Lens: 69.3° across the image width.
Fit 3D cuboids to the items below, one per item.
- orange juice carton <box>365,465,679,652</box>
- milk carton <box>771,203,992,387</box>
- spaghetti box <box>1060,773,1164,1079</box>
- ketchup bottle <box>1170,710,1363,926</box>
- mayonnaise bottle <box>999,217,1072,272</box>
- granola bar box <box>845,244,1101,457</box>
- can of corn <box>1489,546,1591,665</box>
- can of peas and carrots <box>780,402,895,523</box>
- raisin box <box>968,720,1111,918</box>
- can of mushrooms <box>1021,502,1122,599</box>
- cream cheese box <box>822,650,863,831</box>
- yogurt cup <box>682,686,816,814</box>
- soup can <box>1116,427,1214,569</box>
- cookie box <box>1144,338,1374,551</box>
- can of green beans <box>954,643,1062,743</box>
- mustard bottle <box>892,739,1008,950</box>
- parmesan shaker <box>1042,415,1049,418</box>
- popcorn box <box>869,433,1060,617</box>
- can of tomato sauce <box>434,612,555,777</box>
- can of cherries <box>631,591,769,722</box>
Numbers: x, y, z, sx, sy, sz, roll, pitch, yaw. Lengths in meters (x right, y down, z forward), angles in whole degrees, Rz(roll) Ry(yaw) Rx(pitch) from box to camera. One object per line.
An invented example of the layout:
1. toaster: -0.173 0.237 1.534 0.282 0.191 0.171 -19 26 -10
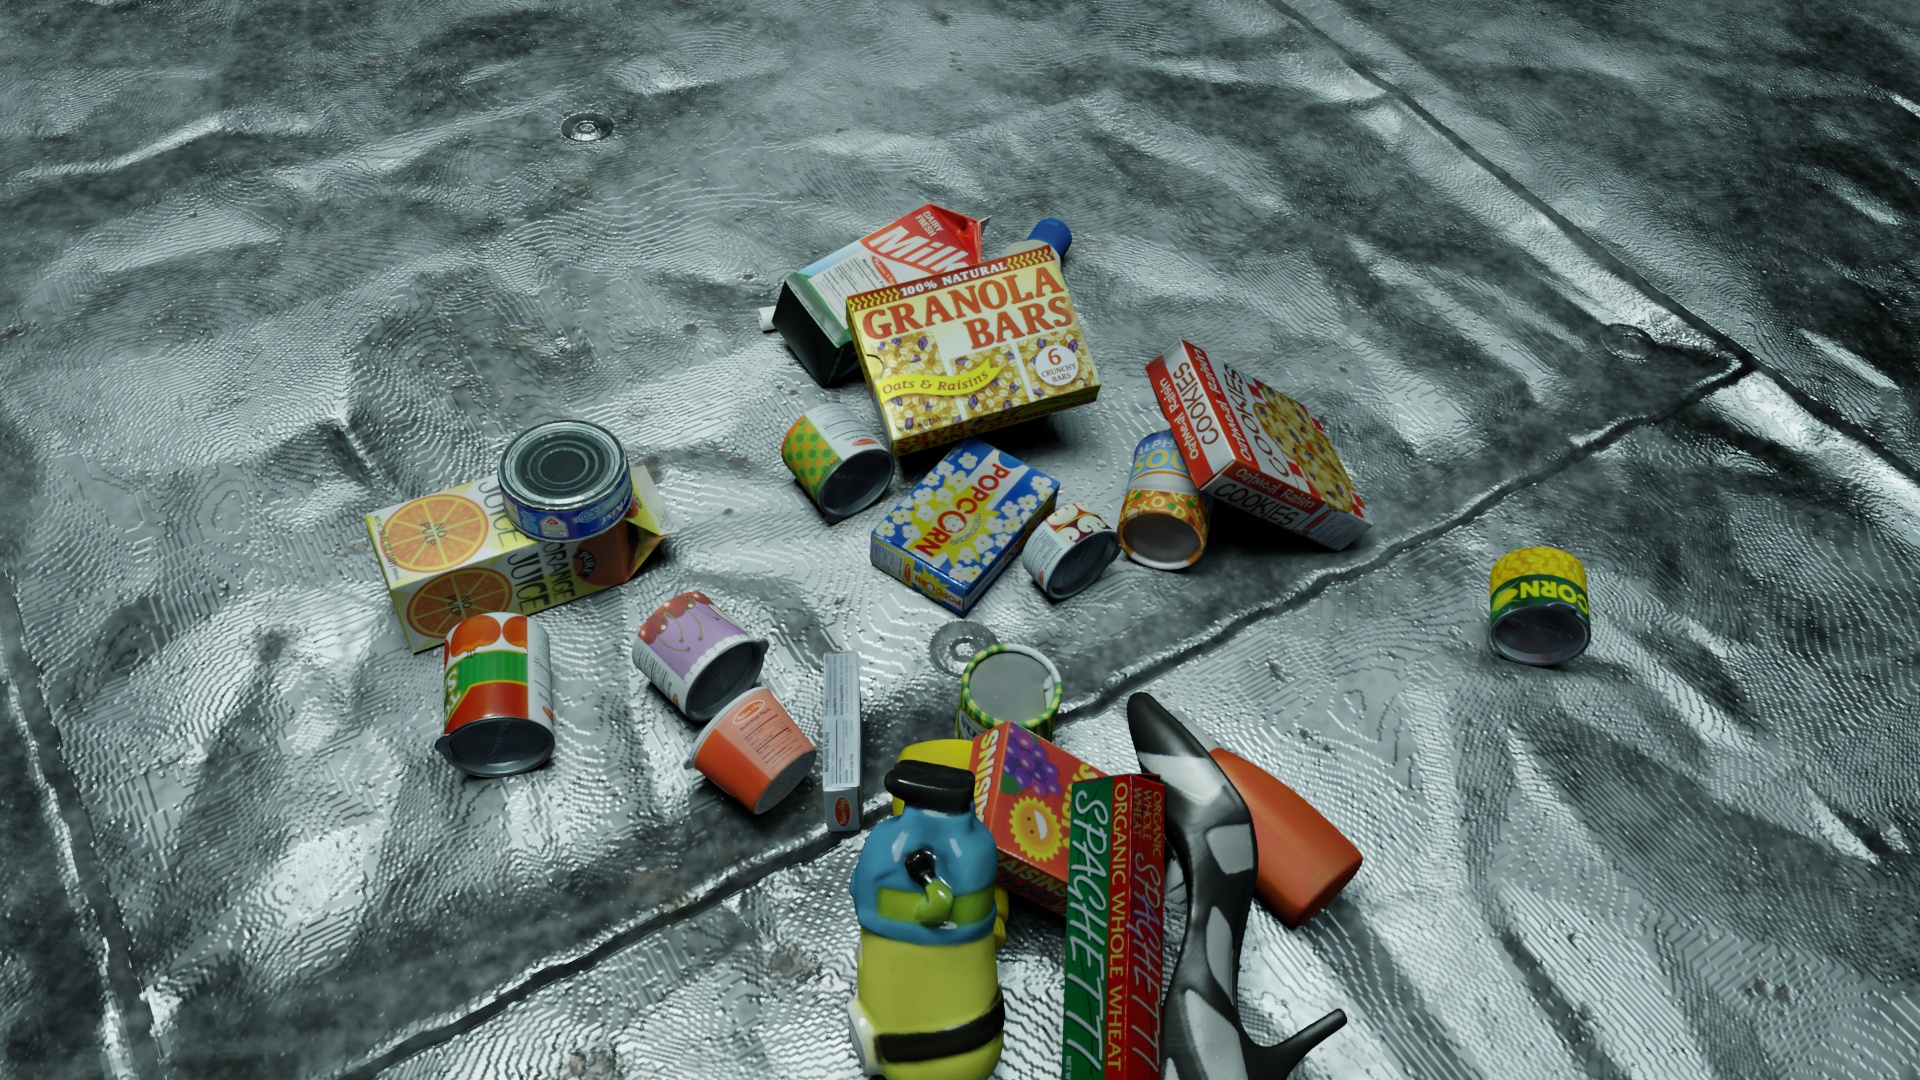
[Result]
1. orange juice carton: -0.298 -0.001 0.960 0.193 0.072 0.072 -20 54 -21
2. milk carton: -0.054 -0.211 1.143 0.191 0.072 0.073 -34 82 -25
3. spaghetti box: 0.082 0.250 0.752 0.028 0.050 0.251 22 62 -36
4. ketchup bottle: 0.179 0.170 0.881 0.065 0.043 0.149 -32 59 -25
5. mayonnaise bottle: 0.055 -0.225 1.203 0.065 0.041 0.149 21 50 12
6. granola bar box: 0.009 -0.145 1.052 0.166 0.039 0.124 -16 74 -8
7. can of corn: 0.413 0.045 0.989 0.071 0.070 0.058 13 50 6
8. can of peas and carrots: -0.093 -0.058 1.035 0.071 0.070 0.059 -26 57 -24
9. raisin box: 0.060 0.174 0.833 0.123 0.040 0.086 31 47 -22
10. can of mushrooms: 0.080 0.007 0.995 0.071 0.070 0.033 -27 57 -25
11. cream cheese box: -0.075 0.127 0.887 0.024 0.053 0.104 -1 50 -4
12. yogurt cup: -0.127 0.134 0.871 0.054 0.072 0.073 41 58 16
13. soup can: 0.155 -0.032 1.030 0.071 0.071 0.084 13 50 6
14. cookie box: 0.221 -0.069 1.032 0.167 0.040 0.123 19 40 -37
15. can of green beans: 0.031 0.110 0.908 0.071 0.057 0.071 3 50 -3
16. mustard bottle: -0.002 0.198 0.837 0.065 0.048 0.161 -2 51 -12
17. parmesan shaker: 0.023 -0.132 1.108 0.103 0.071 0.072 7 50 -1
18. popcorn box: 0.004 -0.013 1.021 0.085 0.038 0.127 29 54 19
19. can of tomato sauce: -0.296 0.097 0.883 0.071 0.070 0.083 -7 51 -11
20. can of cherries: -0.171 0.074 0.914 0.058 0.071 0.072 37 57 25
